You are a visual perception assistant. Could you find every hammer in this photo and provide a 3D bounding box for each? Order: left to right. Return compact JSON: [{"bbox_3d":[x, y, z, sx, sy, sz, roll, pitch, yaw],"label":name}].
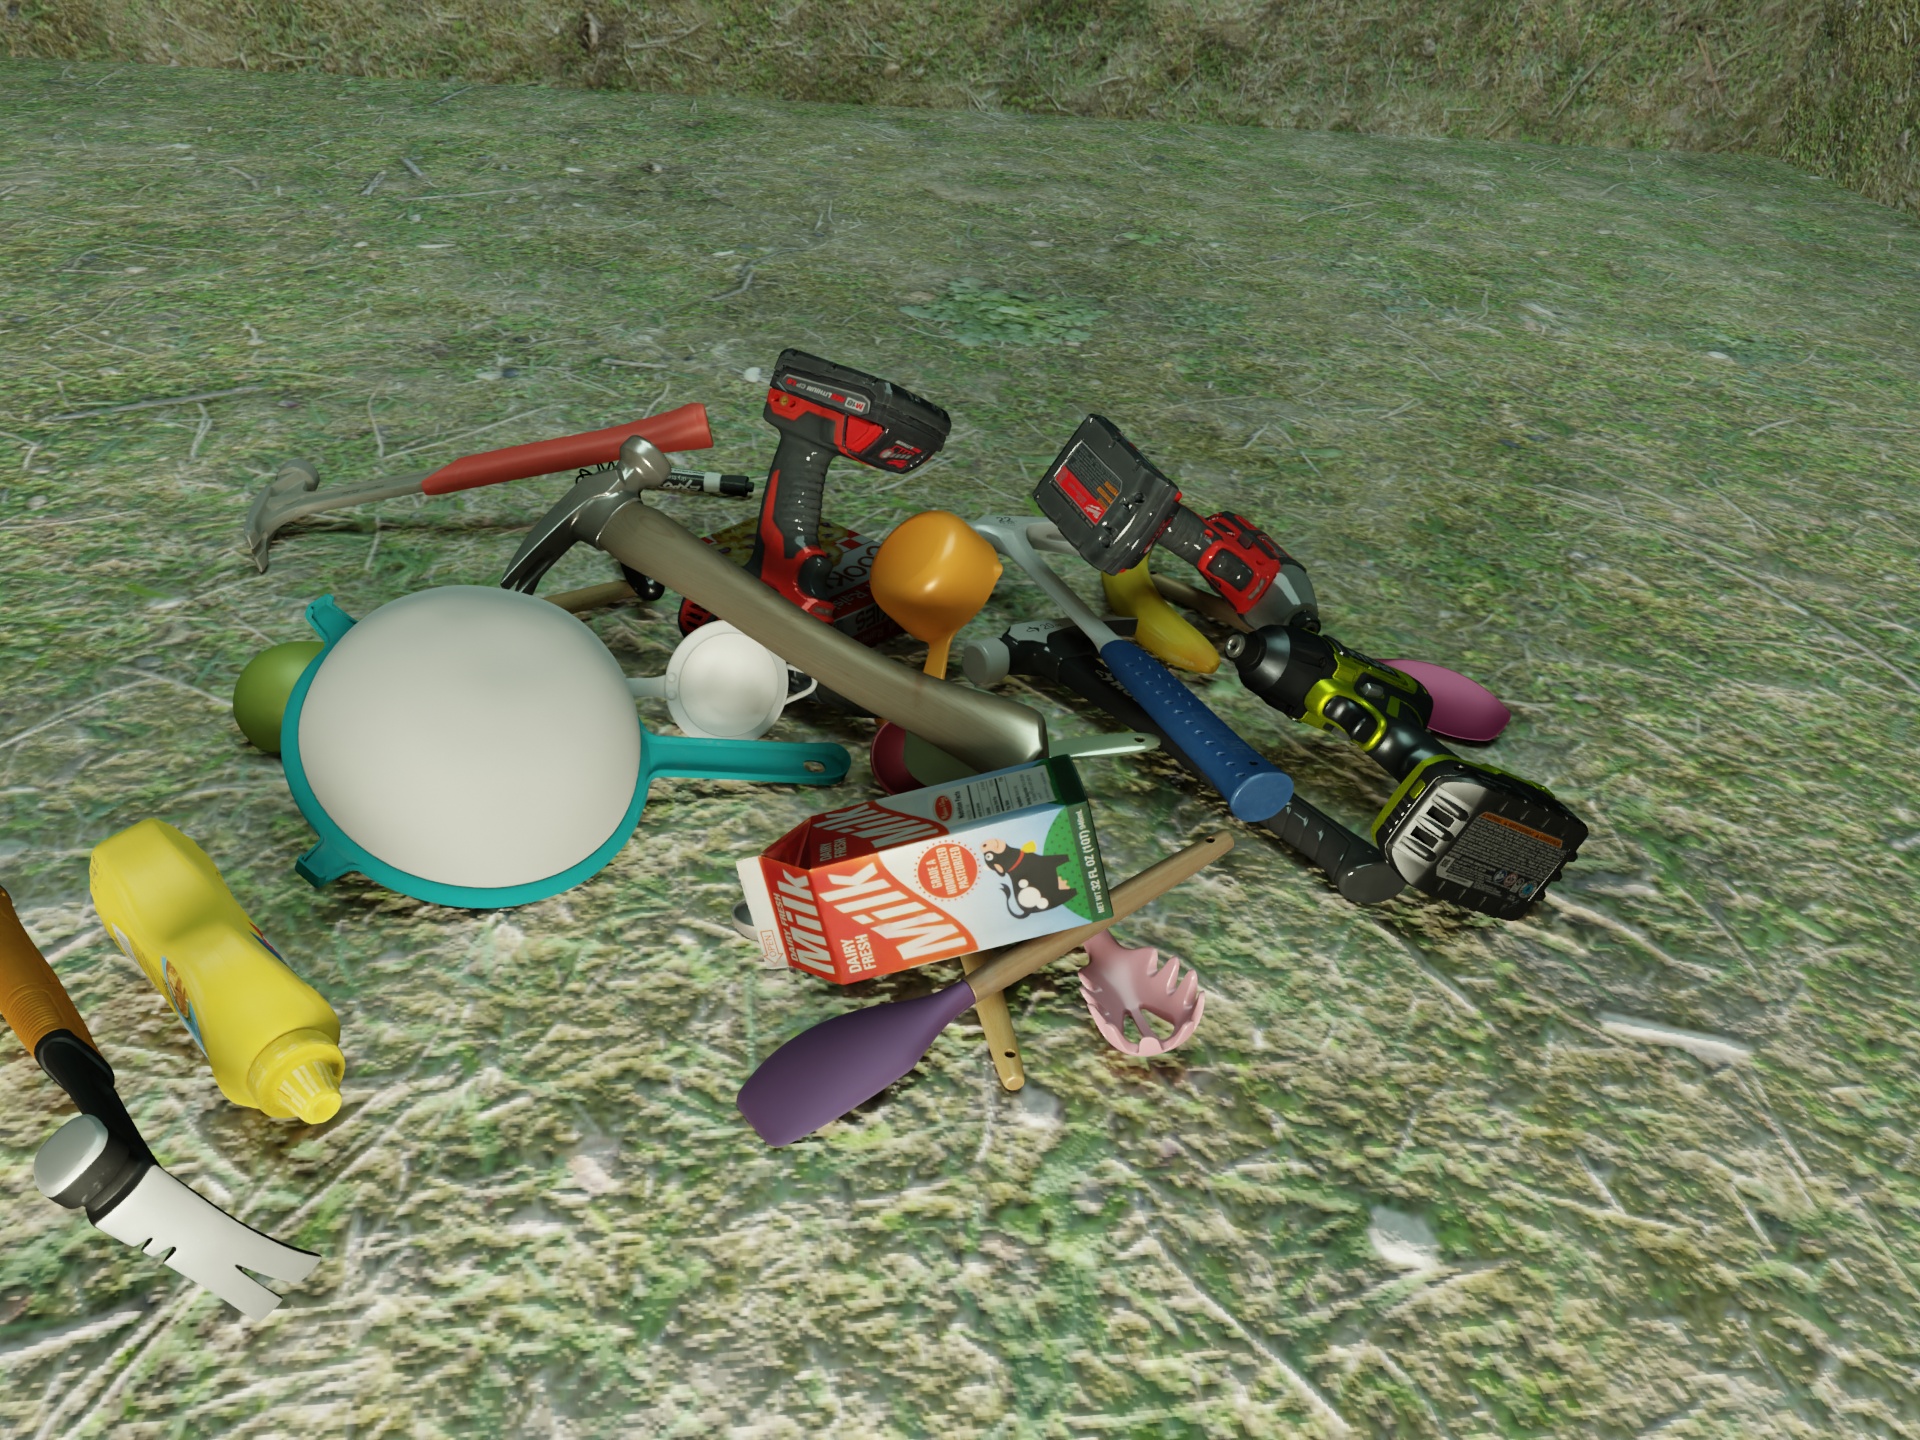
[{"bbox_3d":[-0.408,0.152,0.733,0.337,0.127,0.034,25,65,43],"label":"hammer"},{"bbox_3d":[-0.376,-0.196,1.260,0.359,0.036,0.149,-11,33,-3],"label":"hammer"},{"bbox_3d":[-0.119,-0.053,1.014,0.411,0.038,0.146,30,71,28],"label":"hammer"},{"bbox_3d":[0.108,-0.055,1.095,0.144,0.035,0.406,-4,31,-23],"label":"hammer"},{"bbox_3d":[0.159,0.019,1.065,0.146,0.035,0.335,-15,39,-39],"label":"hammer"}]

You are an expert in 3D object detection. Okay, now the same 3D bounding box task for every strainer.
[{"bbox_3d":[-0.214,-0.002,0.938,0.340,0.095,0.211,4,54,-24],"label":"strainer"},{"bbox_3d":[-0.221,-0.023,1.068,0.258,0.087,0.050,0,-7,3],"label":"strainer"}]

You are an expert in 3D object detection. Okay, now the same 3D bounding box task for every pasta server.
[{"bbox_3d":[0.061,0.091,0.939,0.060,0.040,0.317,-17,35,-10],"label":"pasta server"}]

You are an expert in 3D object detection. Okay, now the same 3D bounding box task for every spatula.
[{"bbox_3d":[0.023,0.131,0.845,0.316,0.018,0.060,-26,41,-24],"label":"spatula"}]

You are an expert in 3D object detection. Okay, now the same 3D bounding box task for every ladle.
[{"bbox_3d":[-0.349,-0.050,1.106,0.078,0.062,0.320,18,26,35],"label":"ladle"},{"bbox_3d":[-0.002,0.095,0.934,0.069,0.031,0.316,-4,35,-10],"label":"ladle"}]

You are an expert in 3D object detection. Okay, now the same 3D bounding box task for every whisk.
[{"bbox_3d":[-0.263,-0.151,1.248,0.055,0.055,0.239,-7,31,-19],"label":"whisk"}]

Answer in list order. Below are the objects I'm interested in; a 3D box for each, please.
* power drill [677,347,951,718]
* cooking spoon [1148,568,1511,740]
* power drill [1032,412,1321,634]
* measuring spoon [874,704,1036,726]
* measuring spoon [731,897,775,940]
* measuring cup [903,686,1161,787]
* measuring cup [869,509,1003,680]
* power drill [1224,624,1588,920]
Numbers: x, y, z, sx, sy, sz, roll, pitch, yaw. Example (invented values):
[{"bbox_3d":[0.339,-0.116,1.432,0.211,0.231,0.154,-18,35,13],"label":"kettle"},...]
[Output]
[{"bbox_3d":[-0.087,-0.122,1.093,0.188,0.226,0.080,26,7,32],"label":"power drill"},{"bbox_3d":[0.268,-0.056,1.222,0.319,0.017,0.069,28,50,31],"label":"cooking spoon"},{"bbox_3d":[0.171,-0.129,1.167,0.219,0.078,0.143,22,23,-37],"label":"power drill"},{"bbox_3d":[-0.002,-0.004,1.102,0.117,0.011,0.021,-1,33,-11],"label":"measuring spoon"},{"bbox_3d":[-0.086,0.100,0.928,0.034,0.018,0.124,19,27,31],"label":"measuring spoon"},{"bbox_3d":[0.047,0.007,1.006,0.167,0.038,0.083,-4,37,-8],"label":"measuring cup"},{"bbox_3d":[-0.028,-0.072,1.108,0.095,0.052,0.174,-17,48,34],"label":"measuring cup"},{"bbox_3d":[0.271,0.019,1.008,0.171,0.080,0.223,19,23,-33],"label":"power drill"}]
